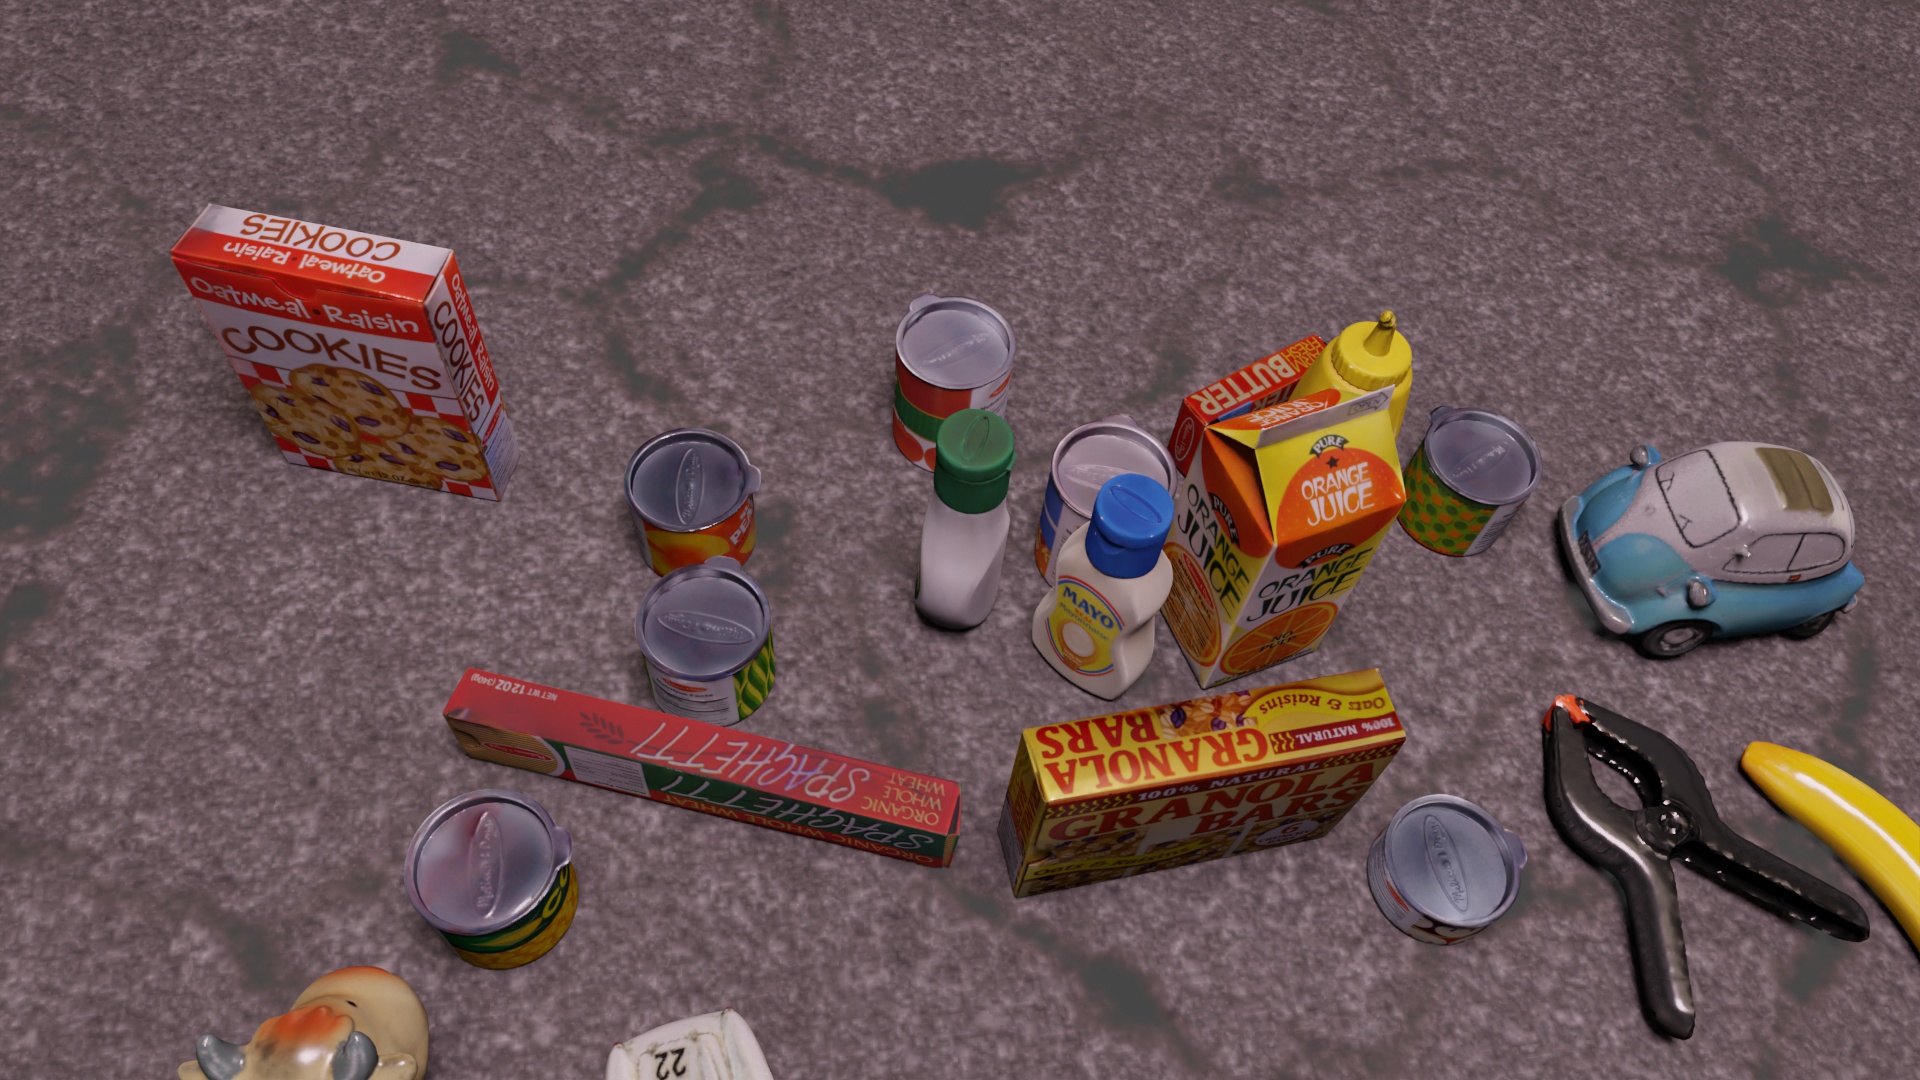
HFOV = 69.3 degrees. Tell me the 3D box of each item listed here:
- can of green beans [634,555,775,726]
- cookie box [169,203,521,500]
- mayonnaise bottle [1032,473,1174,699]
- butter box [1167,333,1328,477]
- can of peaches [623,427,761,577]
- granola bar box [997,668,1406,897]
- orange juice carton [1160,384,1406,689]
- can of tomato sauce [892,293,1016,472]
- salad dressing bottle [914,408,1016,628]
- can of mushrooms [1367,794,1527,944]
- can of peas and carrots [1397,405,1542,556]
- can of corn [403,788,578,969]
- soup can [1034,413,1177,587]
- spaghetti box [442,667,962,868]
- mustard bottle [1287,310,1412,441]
[{"bbox_3d":[-0.128,0.054,0.704,0.071,0.057,0.071,2,57,-3],"label":"can of green beans"},{"bbox_3d":[-0.308,-0.090,0.716,0.123,0.166,0.040,11,57,2],"label":"cookie box"},{"bbox_3d":[0.073,0.023,0.688,0.065,0.147,0.041,37,62,17],"label":"mayonnaise bottle"},{"bbox_3d":[0.172,-0.080,0.819,0.104,0.052,0.024,-27,64,-20],"label":"butter box"},{"bbox_3d":[-0.142,-0.017,0.748,0.071,0.057,0.071,2,57,-3],"label":"can of peaches"},{"bbox_3d":[0.106,0.115,0.646,0.166,0.123,0.039,-8,59,-10],"label":"granola bar box"},{"bbox_3d":[0.155,-0.008,0.688,0.072,0.191,0.073,-17,61,-15],"label":"orange juice carton"},{"bbox_3d":[-0.007,-0.088,0.791,0.071,0.082,0.071,2,57,-3],"label":"can of tomato sauce"},{"bbox_3d":[0.003,-0.009,0.703,0.044,0.147,0.064,19,58,7],"label":"salad dressing bottle"},{"bbox_3d":[0.238,0.161,0.681,0.071,0.033,0.071,2,57,-4],"label":"can of mushrooms"},{"bbox_3d":[0.287,-0.034,0.797,0.071,0.058,0.071,2,57,-3],"label":"can of peas and carrots"},{"bbox_3d":[-0.209,0.155,0.632,0.071,0.058,0.071,2,57,-3],"label":"can of corn"},{"bbox_3d":[0.077,-0.016,0.752,0.071,0.083,0.072,2,57,-3],"label":"soup can"},{"bbox_3d":[-0.121,0.111,0.672,0.250,0.050,0.029,13,57,3],"label":"spaghetti box"},{"bbox_3d":[0.211,-0.072,0.754,0.065,0.159,0.049,17,58,6],"label":"mustard bottle"}]
